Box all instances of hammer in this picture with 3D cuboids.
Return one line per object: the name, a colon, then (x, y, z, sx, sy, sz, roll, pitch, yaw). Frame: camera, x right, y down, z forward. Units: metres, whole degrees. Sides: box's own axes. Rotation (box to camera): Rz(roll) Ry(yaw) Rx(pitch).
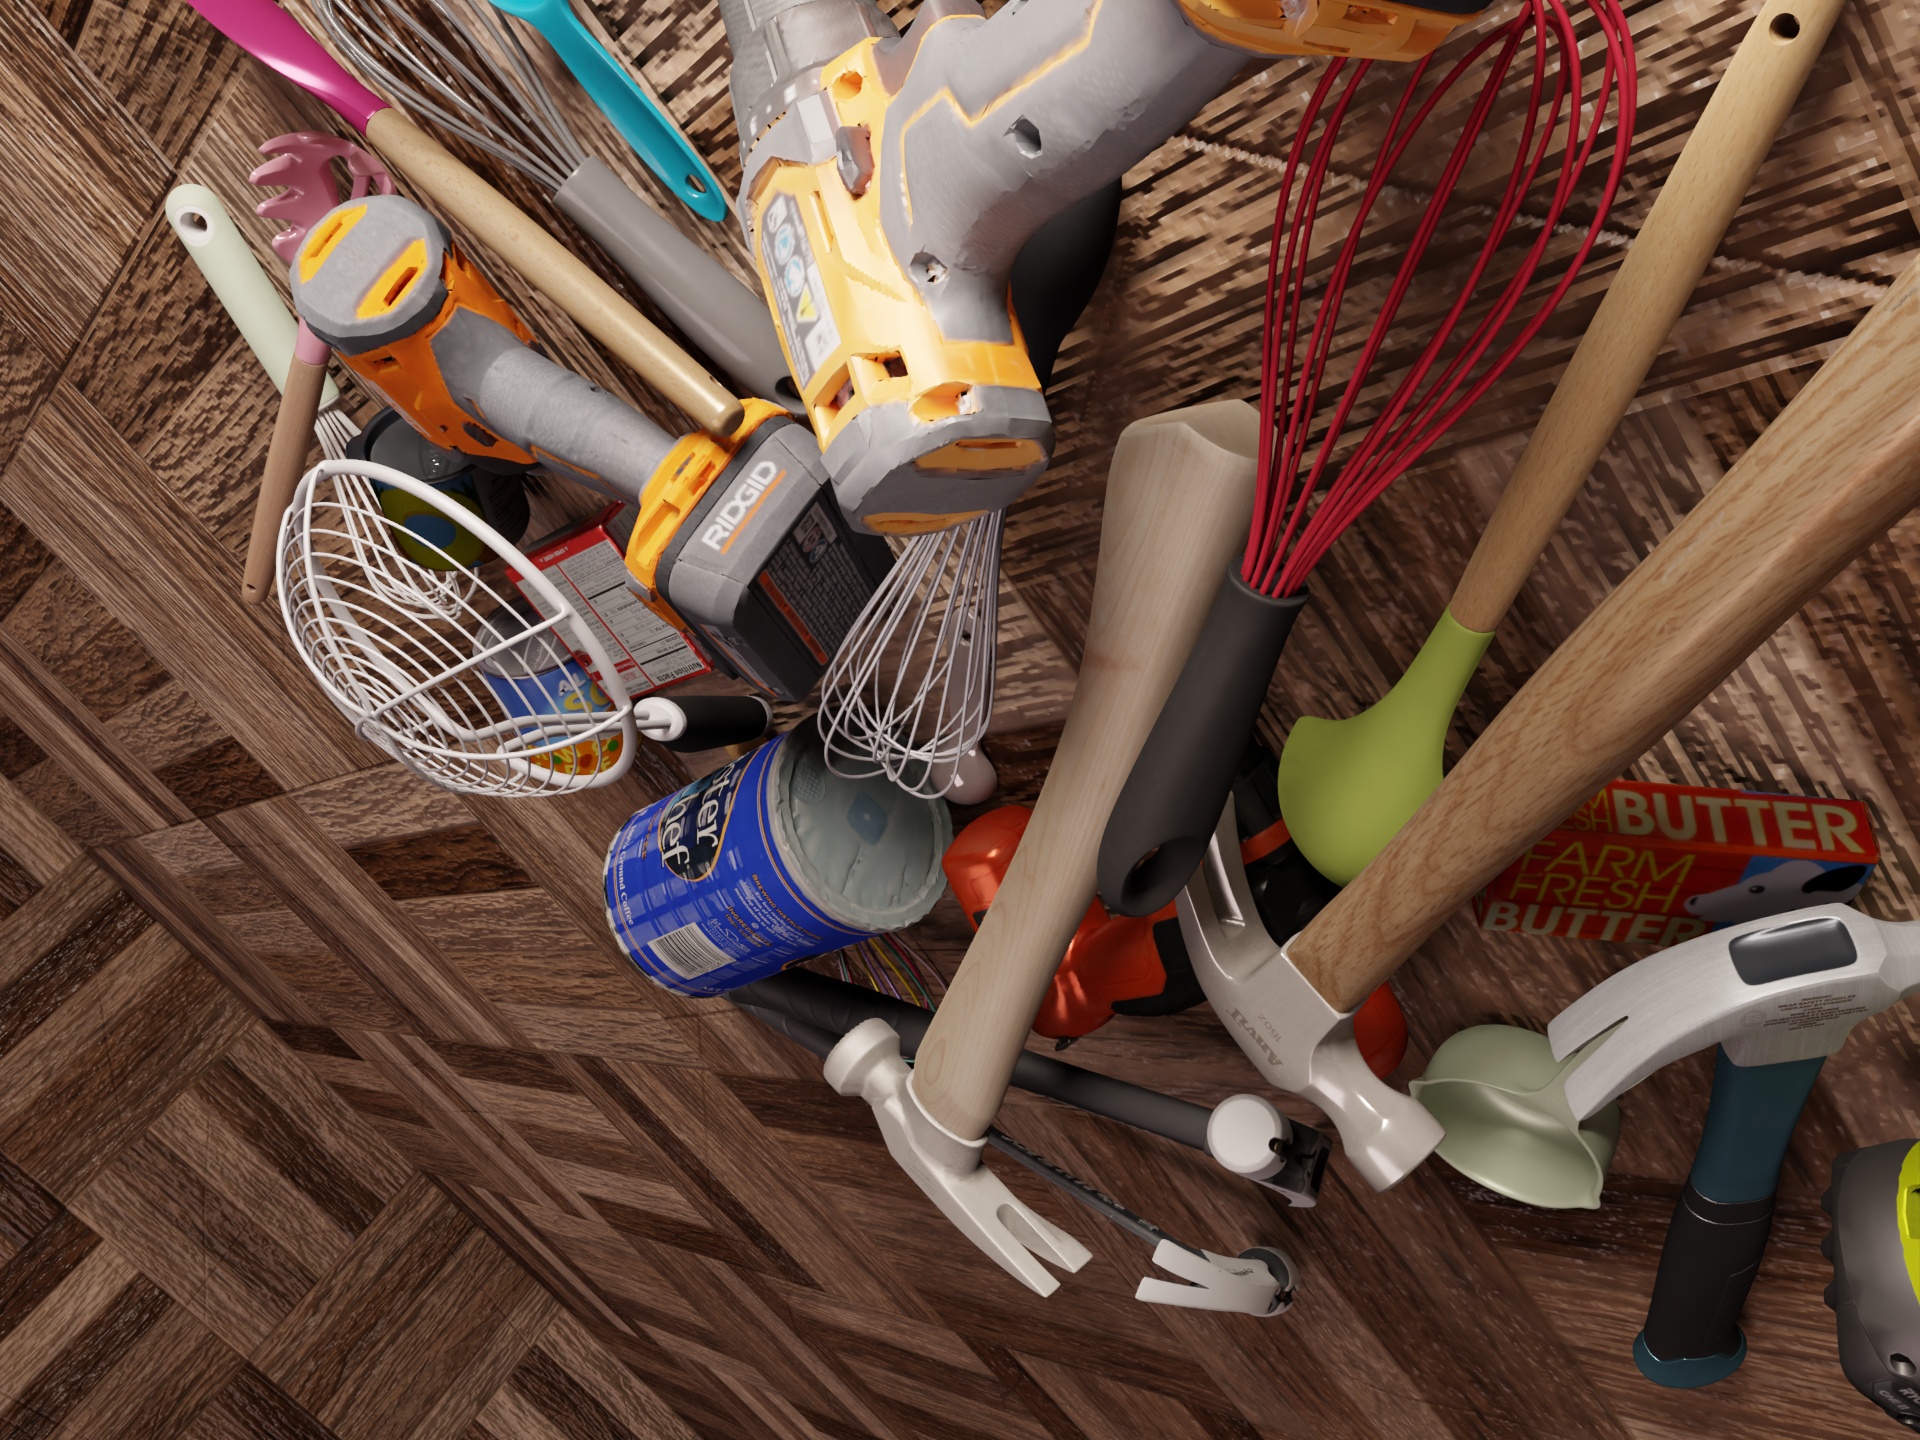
hammer: (0.021, 0.168, 0.780, 0.335, 0.035, 0.146, 12, 164, 32)
hammer: (0.272, 0.167, 0.560, 0.128, 0.033, 0.330, -10, 138, 9)
hammer: (0.148, 0.014, 0.425, 0.130, 0.031, 0.331, 48, 144, 18)
hammer: (0.040, 0.066, 0.592, 0.146, 0.038, 0.410, 42, 138, 23)
hammer: (-0.006, 0.228, 0.919, 0.409, 0.036, 0.149, 23, 176, 33)

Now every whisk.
whisk: (-0.320, -0.153, 0.805, 0.058, 0.059, 0.246, -22, 118, 6)
whisk: (-0.065, 0.099, 0.856, 0.051, 0.047, 0.244, -7, 122, 35)
whisk: (0.004, -0.071, 0.543, 0.070, 0.070, 0.284, 33, 138, 11)
whisk: (0.088, -0.053, 0.420, 0.073, 0.073, 0.295, 30, 129, 16)
whisk: (-0.133, -0.192, 0.561, 0.239, 0.055, 0.055, 42, 149, -14)

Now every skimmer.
skimmer: (-0.125, -0.025, 0.609, 0.127, 0.090, 0.363, 29, -174, 10)

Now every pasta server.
pasta server: (-0.314, -0.149, 0.747, 0.060, 0.040, 0.316, 32, 135, -8)

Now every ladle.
ladle: (0.158, -0.053, 0.440, 0.078, 0.062, 0.320, 39, 143, 22)

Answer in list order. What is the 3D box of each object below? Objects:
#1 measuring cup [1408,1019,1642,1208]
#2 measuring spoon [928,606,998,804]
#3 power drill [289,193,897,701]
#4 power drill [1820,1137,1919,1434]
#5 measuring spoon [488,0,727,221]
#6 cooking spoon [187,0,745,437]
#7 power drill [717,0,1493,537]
measuring cup: (0.228, 0.128, 0.588, 0.083, 0.038, 0.167, 33, 146, 11)
measuring spoon: (-0.001, -0.002, 0.680, 0.034, 0.018, 0.124, 27, 146, 20)
power drill: (-0.139, -0.102, 0.629, 0.226, 0.084, 0.164, 33, 171, 17)
power drill: (0.366, 0.147, 0.408, 0.171, 0.080, 0.223, 34, 140, -13)
measuring spoon: (-0.118, -0.224, 0.534, 0.042, 0.021, 0.128, -7, 135, 45)
cooking spoon: (-0.190, -0.199, 0.568, 0.319, 0.017, 0.068, 42, -166, 16)
power drill: (0.011, -0.172, 0.365, 0.226, 0.084, 0.185, -38, 64, 53)
